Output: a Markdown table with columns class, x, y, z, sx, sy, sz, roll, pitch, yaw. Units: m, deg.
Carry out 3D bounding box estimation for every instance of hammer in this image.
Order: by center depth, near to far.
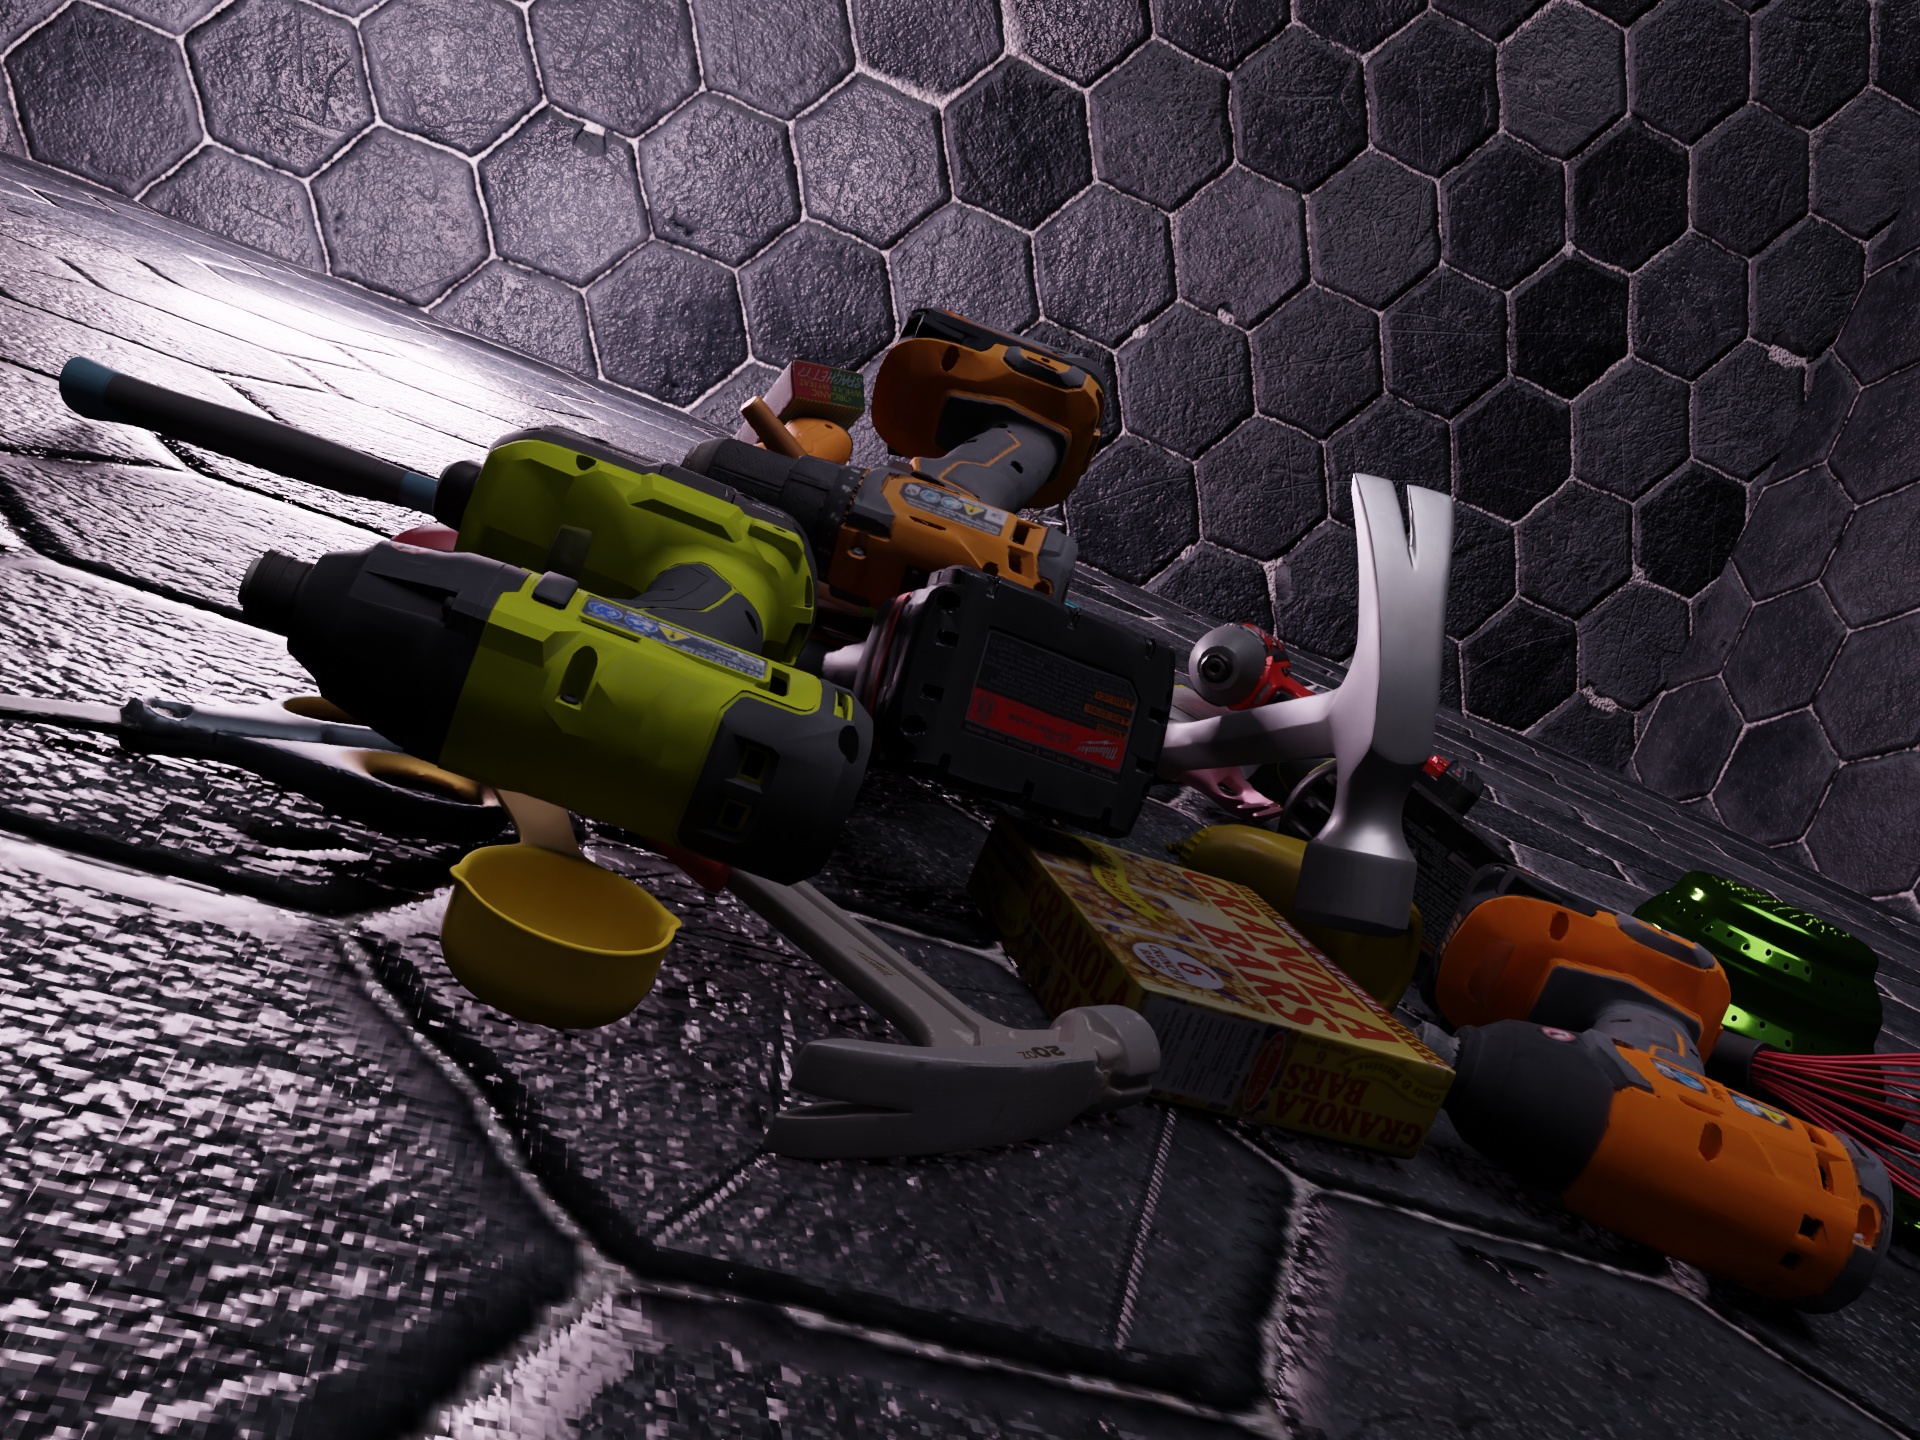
| class | x | y | z | sx | sy | sz | roll | pitch | yaw |
| --- | --- | --- | --- | --- | --- | --- | --- | --- | --- |
| hammer | -0.104 | 0.030 | 0.536 | 0.359 | 0.036 | 0.149 | 31 | 14 | 39 |
| hammer | 0.094 | 0.006 | 0.666 | 0.035 | 0.144 | 0.405 | 13 | -6 | -10 |
| hammer | -0.127 | -0.121 | 0.842 | 0.127 | 0.034 | 0.337 | 27 | 24 | 9 |
| hammer | -0.313 | -0.129 | 0.860 | 0.331 | 0.033 | 0.128 | 17 | -10 | -6 |

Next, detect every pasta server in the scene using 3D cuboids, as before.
| class | x | y | z | sx | sy | sz | roll | pitch | yaw |
| --- | --- | --- | --- | --- | --- | --- | --- | --- | --- |
| pasta server | 0.122 | 0.018 | 0.961 | 0.316 | 0.040 | 0.060 | 21 | 37 | -53 |

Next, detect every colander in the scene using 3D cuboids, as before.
| class | x | y | z | sx | sy | sz | roll | pitch | yaw |
| --- | --- | --- | --- | --- | --- | --- | --- | --- | --- |
| colander | 0.447 | 0.161 | 0.846 | 0.204 | 0.094 | 0.397 | 23 | 10 | 4 |

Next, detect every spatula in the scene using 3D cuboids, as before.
| class | x | y | z | sx | sy | sz | roll | pitch | yaw |
| --- | --- | --- | --- | --- | --- | --- | --- | --- | --- |
| spatula | -0.011 | -0.055 | 0.888 | 0.322 | 0.041 | 0.081 | 52 | -3 | -24 |

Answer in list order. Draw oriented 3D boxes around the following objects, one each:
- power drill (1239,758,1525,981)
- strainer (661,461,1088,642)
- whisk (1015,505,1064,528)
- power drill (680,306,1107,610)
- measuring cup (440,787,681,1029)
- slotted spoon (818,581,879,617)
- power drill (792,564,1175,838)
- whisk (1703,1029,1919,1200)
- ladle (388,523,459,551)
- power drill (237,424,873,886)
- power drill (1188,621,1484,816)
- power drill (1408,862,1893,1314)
| class | x | y | z | sx | sy | sz | roll | pitch | yaw |
| --- | --- | --- | --- | --- | --- | --- | --- | --- | --- |
| power drill | 0.251 | 0.075 | 0.900 | 0.190 | 0.080 | 0.228 | 38 | 10 | 3 |
| strainer | -0.102 | -0.091 | 1.006 | 0.340 | 0.095 | 0.211 | 15 | 9 | -24 |
| whisk | -0.002 | -0.134 | 1.021 | 0.070 | 0.070 | 0.285 | 18 | 2 | -20 |
| power drill | -0.024 | -0.129 | 0.793 | 0.185 | 0.084 | 0.226 | 19 | 37 | 1 |
| measuring cup | -0.124 | 0.042 | 0.454 | 0.062 | 0.029 | 0.157 | 17 | 10 | -27 |
| slotted spoon | -0.068 | -0.071 | 0.853 | 0.314 | 0.031 | 0.070 | 25 | -6 | 27 |
| power drill | -0.001 | -0.002 | 0.701 | 0.187 | 0.080 | 0.227 | 19 | -8 | -28 |
| whisk | 0.376 | 0.161 | 0.710 | 0.073 | 0.073 | 0.296 | 15 | -1 | -35 |
| ladle | -0.146 | -0.039 | 0.832 | 0.315 | 0.031 | 0.069 | 22 | 7 | -9 |
| power drill | -0.120 | -0.034 | 0.521 | 0.171 | 0.080 | 0.223 | 21 | 14 | -12 |
| power drill | 0.258 | 0.010 | 1.132 | 0.220 | 0.078 | 0.143 | 40 | 15 | 15 |
| power drill | 0.248 | 0.131 | 0.637 | 0.164 | 0.084 | 0.226 | 23 | 14 | 5 |
